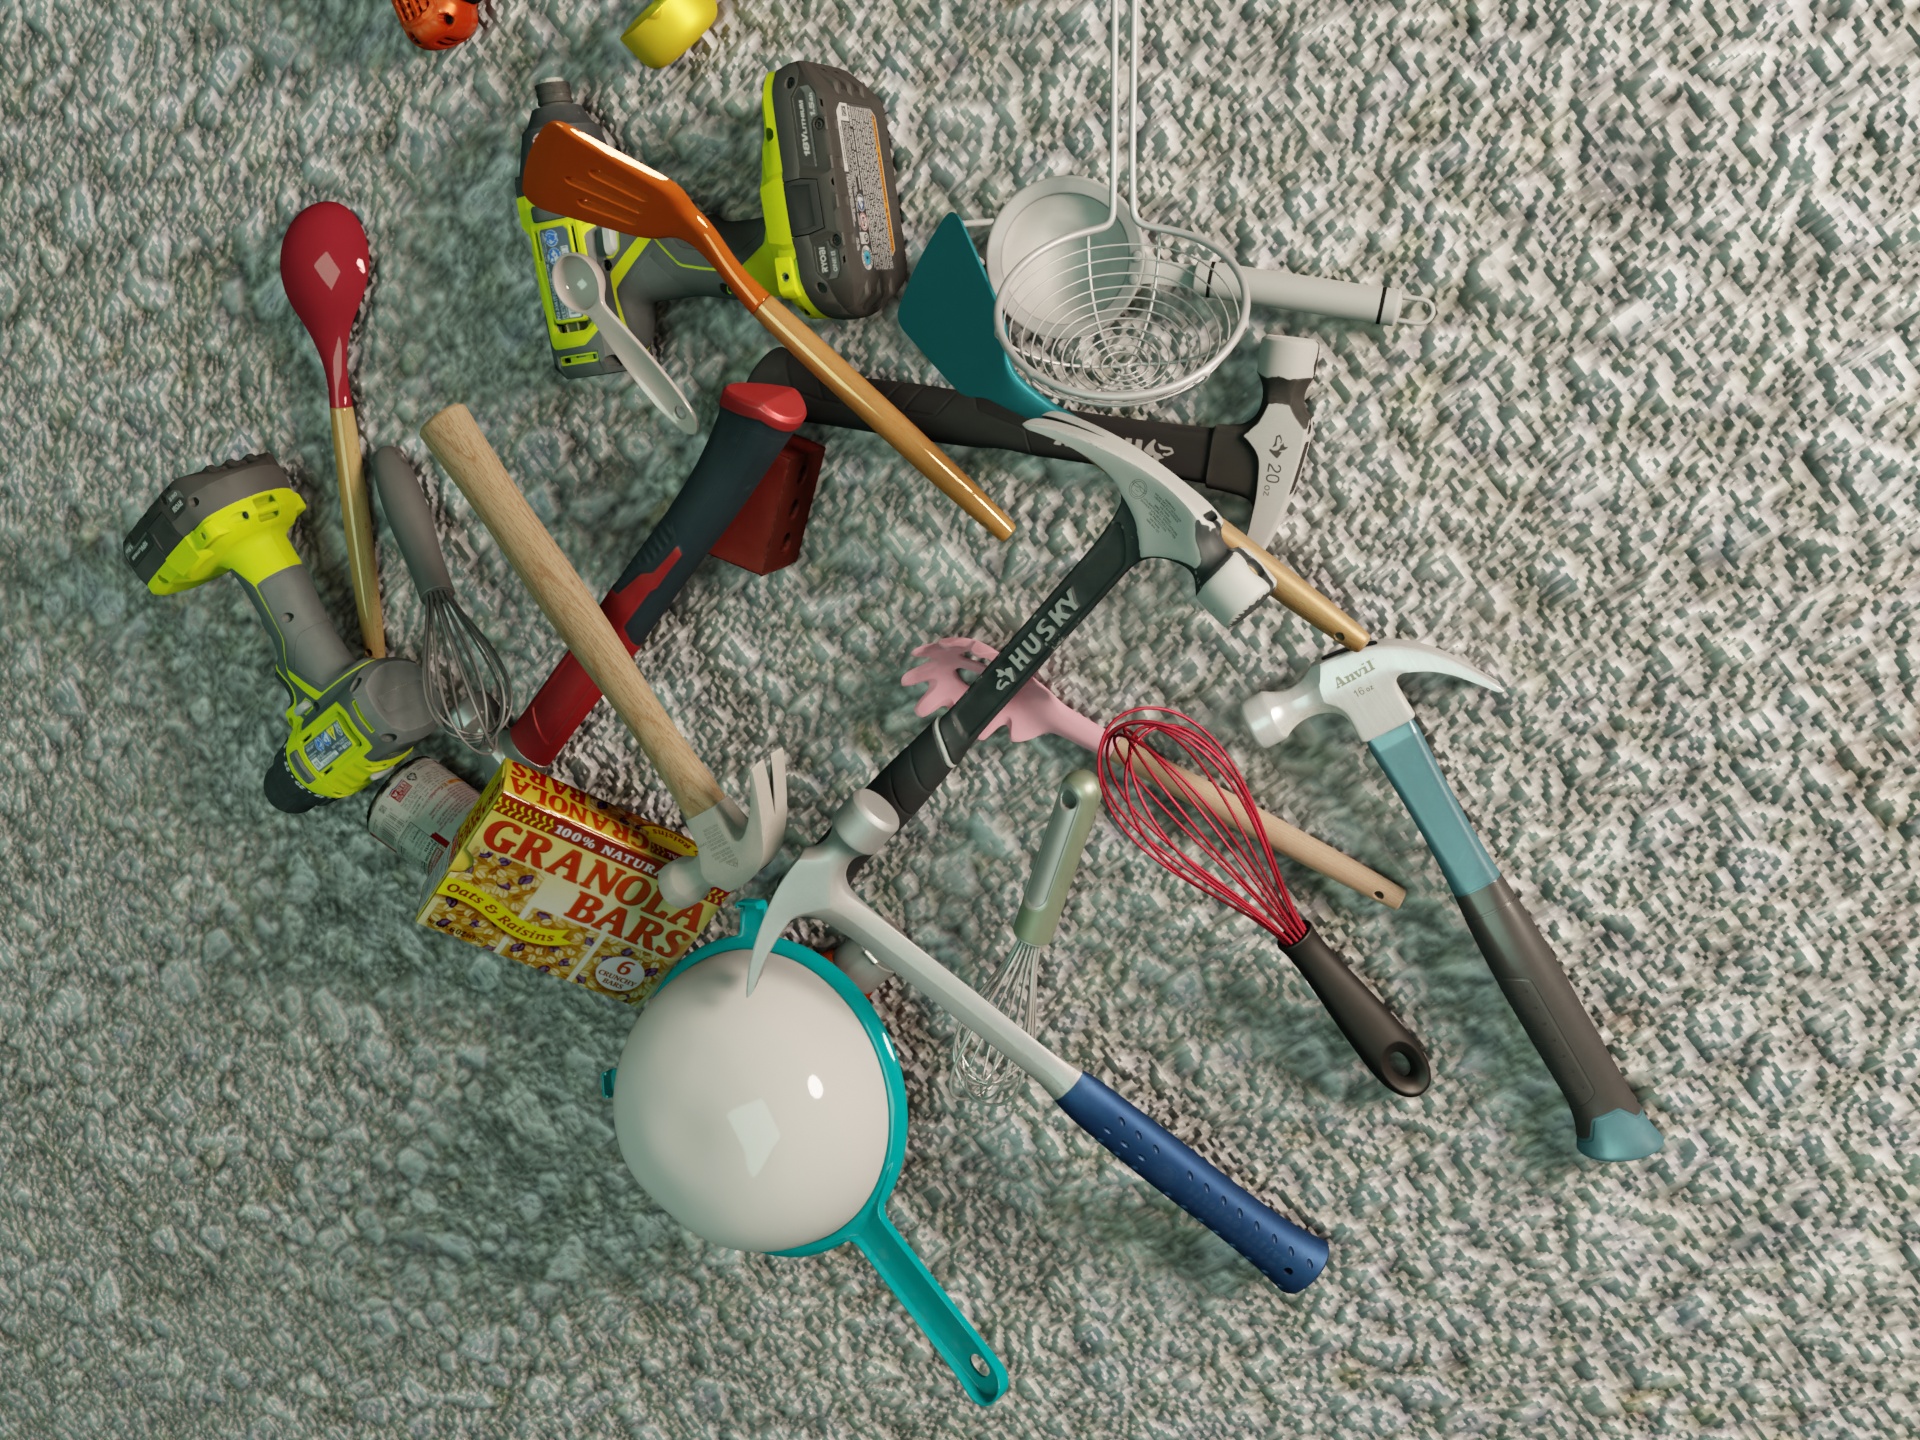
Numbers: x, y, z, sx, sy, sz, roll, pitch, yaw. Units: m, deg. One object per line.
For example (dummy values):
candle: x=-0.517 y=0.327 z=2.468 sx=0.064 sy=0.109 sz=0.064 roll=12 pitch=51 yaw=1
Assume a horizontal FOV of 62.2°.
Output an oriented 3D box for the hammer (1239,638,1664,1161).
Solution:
hammer: x=0.290 y=0.102 z=0.878 sx=0.128 sy=0.033 sz=0.331 roll=-29 pitch=95 yaw=16

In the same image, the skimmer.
skimmer: x=0.080 y=-0.335 z=0.784 sx=0.127 sy=0.090 sz=0.363 roll=1 pitch=95 yaw=9

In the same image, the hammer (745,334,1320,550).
hammer: x=0.028 y=-0.163 z=0.909 sx=0.335 sy=0.035 sz=0.146 roll=12 pitch=108 yaw=17

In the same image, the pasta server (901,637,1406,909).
pasta server: x=0.112 y=0.033 z=0.930 sx=0.316 sy=0.040 sz=0.060 roll=28 pitch=125 yaw=10

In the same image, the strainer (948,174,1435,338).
strainer: x=0.122 y=-0.236 z=0.851 sx=0.258 sy=0.050 sz=0.087 roll=12 pitch=96 yaw=12

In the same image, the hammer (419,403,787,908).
hammer: x=-0.215 y=-0.042 z=0.952 sx=0.130 sy=0.031 sz=0.331 roll=-27 pitch=99 yaw=37

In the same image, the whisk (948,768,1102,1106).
whisk: x=0.041 y=0.137 z=0.968 sx=0.058 sy=0.059 sz=0.246 roll=38 pitch=123 yaw=39

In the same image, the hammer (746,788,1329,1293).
hammer: x=0.052 y=0.215 z=0.954 sx=0.405 sy=0.035 sz=0.144 roll=39 pitch=109 yaw=-7

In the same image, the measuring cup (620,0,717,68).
measuring cup: x=-0.124 y=-0.424 z=0.894 sx=0.156 sy=0.062 sz=0.029 roll=-34 pitch=120 yaw=13

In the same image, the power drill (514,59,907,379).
power drill: x=-0.153 y=-0.297 z=0.919 sx=0.223 sy=0.080 sz=0.171 roll=-2 pitch=105 yaw=24

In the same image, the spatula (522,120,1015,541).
spatula: x=-0.095 y=-0.203 z=0.866 sx=0.322 sy=0.041 sz=0.081 roll=41 pitch=154 yaw=-11

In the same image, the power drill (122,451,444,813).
power drill: x=-0.473 y=-0.049 z=1.101 sx=0.190 sy=0.080 sz=0.228 roll=-28 pitch=95 yaw=39

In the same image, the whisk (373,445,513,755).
whisk: x=-0.341 y=-0.082 z=1.028 sx=0.055 sy=0.055 sz=0.239 roll=-36 pitch=67 yaw=25

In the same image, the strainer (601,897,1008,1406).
strainer: x=-0.104 y=0.290 z=0.977 sx=0.341 sy=0.095 sz=0.211 roll=47 pitch=113 yaw=19

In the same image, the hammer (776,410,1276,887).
hammer: x=-0.001 y=-0.003 z=0.913 sx=0.149 sy=0.036 sz=0.408 roll=48 pitch=129 yaw=7

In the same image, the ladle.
ladle: x=-0.415 y=-0.186 z=1.075 sx=0.069 sy=0.031 sz=0.315 roll=4 pitch=107 yaw=19

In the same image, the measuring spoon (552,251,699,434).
measuring spoon: x=-0.189 y=-0.218 z=0.918 sx=0.034 sy=0.018 sz=0.124 roll=-32 pitch=100 yaw=39

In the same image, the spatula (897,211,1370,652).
spatula: x=0.093 y=-0.142 z=0.852 sx=0.317 sy=0.044 sz=0.082 roll=37 pitch=138 yaw=1

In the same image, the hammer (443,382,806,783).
hammer: x=-0.193 y=-0.055 z=0.977 sx=0.143 sy=0.038 sz=0.386 roll=47 pitch=128 yaw=2

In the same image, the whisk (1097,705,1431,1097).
whisk: x=0.176 y=0.108 z=0.897 sx=0.073 sy=0.073 sz=0.295 roll=-34 pitch=105 yaw=25
